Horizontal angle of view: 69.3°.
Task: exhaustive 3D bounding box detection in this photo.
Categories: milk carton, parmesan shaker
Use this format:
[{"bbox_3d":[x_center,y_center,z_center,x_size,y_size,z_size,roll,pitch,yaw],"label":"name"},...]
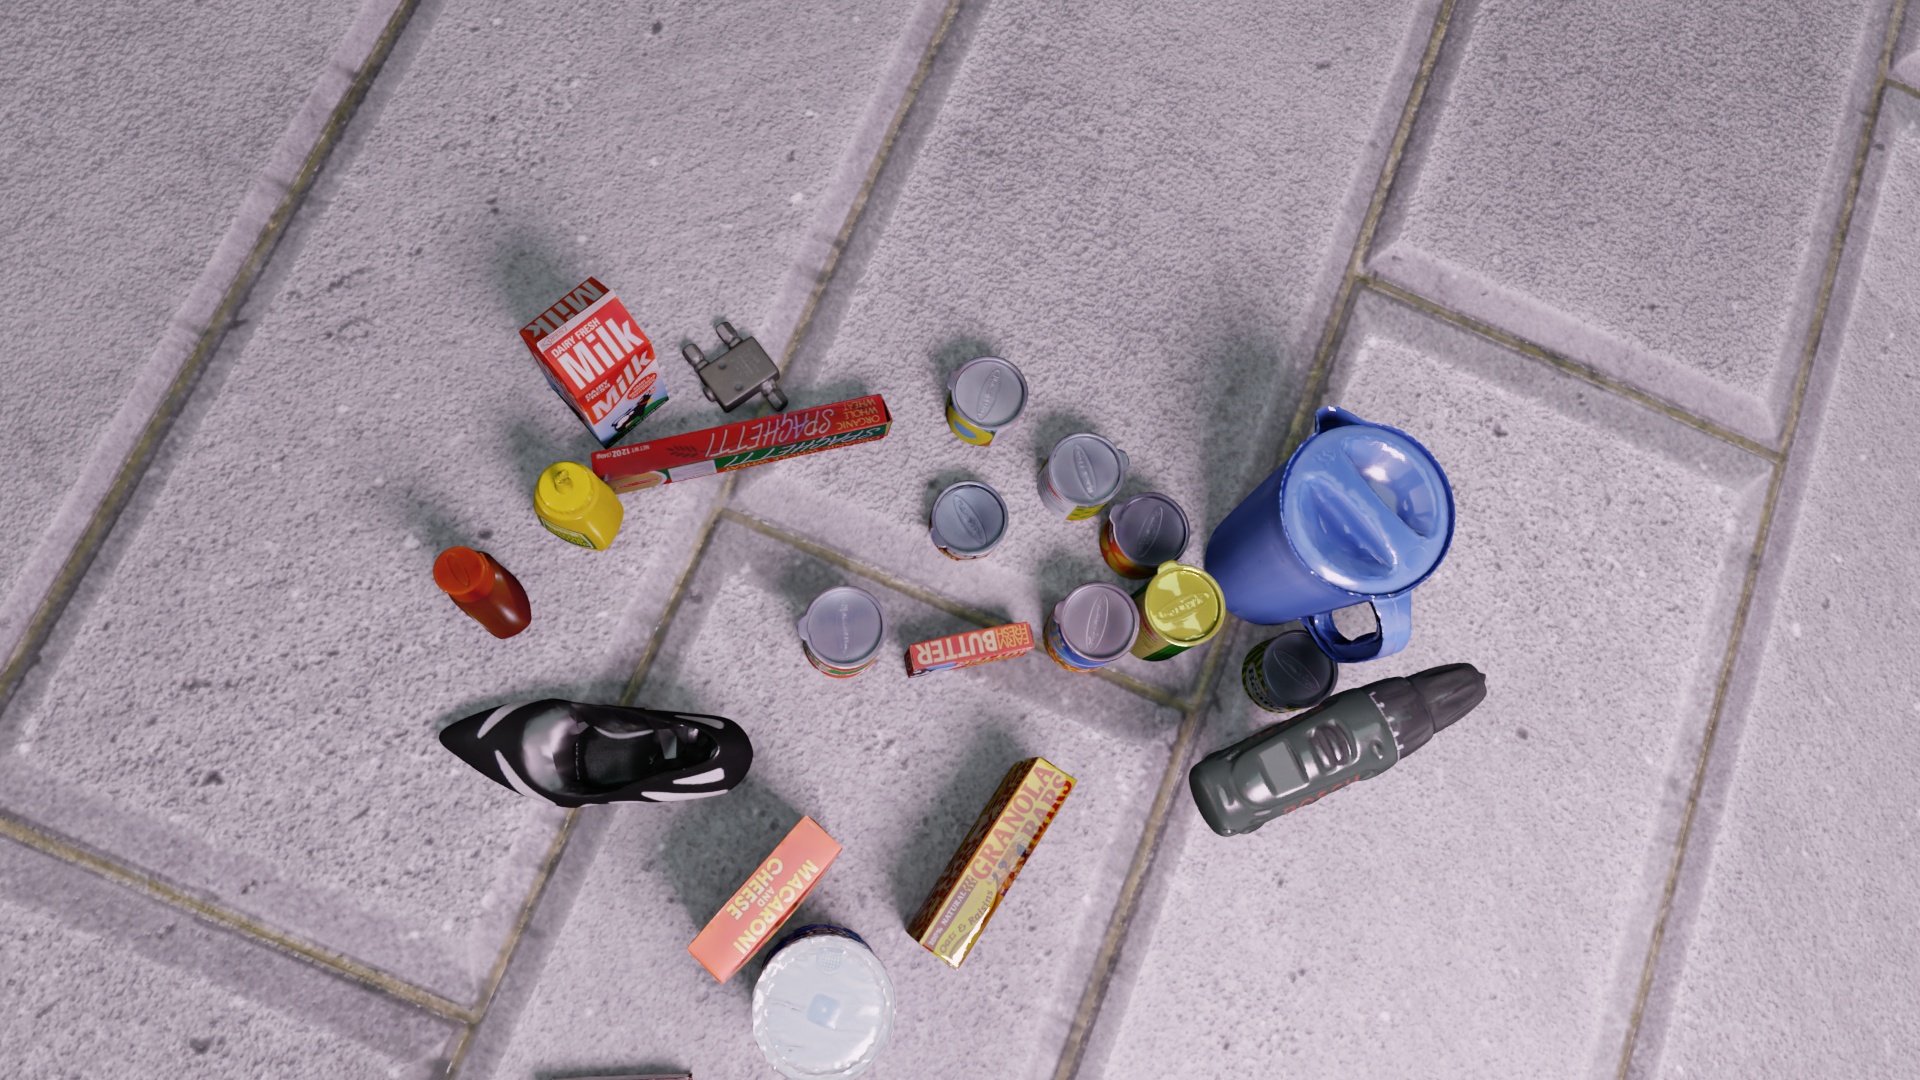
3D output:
[{"bbox_3d":[-0.290,-0.144,1.101,0.072,0.190,0.073,-41,85,-13],"label":"milk carton"},{"bbox_3d":[0.172,0.060,1.157,0.071,0.103,0.071,1,78,-7],"label":"parmesan shaker"}]

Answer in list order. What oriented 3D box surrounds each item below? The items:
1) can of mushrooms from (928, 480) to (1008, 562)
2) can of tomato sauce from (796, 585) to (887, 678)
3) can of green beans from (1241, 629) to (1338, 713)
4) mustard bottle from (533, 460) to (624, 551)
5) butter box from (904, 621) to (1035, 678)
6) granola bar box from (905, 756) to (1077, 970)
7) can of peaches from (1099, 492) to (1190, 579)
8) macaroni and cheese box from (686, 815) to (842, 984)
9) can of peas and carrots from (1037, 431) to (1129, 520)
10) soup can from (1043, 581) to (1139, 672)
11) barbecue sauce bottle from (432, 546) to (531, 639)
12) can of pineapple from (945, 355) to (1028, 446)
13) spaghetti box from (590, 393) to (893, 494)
[{"bbox_3d":[0.004,-0.015,1.189,0.071,0.033,0.071,1,77,-7],"label":"can of mushrooms"},{"bbox_3d":[-0.097,0.077,1.130,0.071,0.083,0.071,1,78,-7],"label":"can of tomato sauce"},{"bbox_3d":[0.279,0.112,1.181,0.071,0.057,0.071,1,77,-7],"label":"can of green beans"},{"bbox_3d":[-0.305,-0.031,1.090,0.065,0.160,0.049,22,76,-2],"label":"mustard bottle"},{"bbox_3d":[0.007,0.091,1.155,0.104,0.053,0.024,-11,79,-9],"label":"butter box"},{"bbox_3d":[0.021,0.249,1.085,0.039,0.124,0.166,34,76,1],"label":"granola bar box"},{"bbox_3d":[0.155,-0.004,1.192,0.071,0.058,0.071,1,77,-7],"label":"can of peaches"},{"bbox_3d":[-0.143,0.265,1.039,0.040,0.166,0.124,42,76,3],"label":"macaroni and cheese box"},{"bbox_3d":[0.105,-0.055,1.197,0.071,0.058,0.071,1,77,-7],"label":"can of peas and carrots"},{"bbox_3d":[0.105,0.073,1.156,0.071,0.083,0.071,1,78,-7],"label":"soup can"},{"bbox_3d":[-0.370,0.036,1.072,0.044,0.148,0.065,-30,83,-12],"label":"barbecue sauce bottle"},{"bbox_3d":[0.020,-0.121,1.202,0.071,0.057,0.071,1,77,-7],"label":"can of pineapple"},{"bbox_3d":[-0.182,-0.080,1.172,0.250,0.050,0.029,-13,80,-10],"label":"spaghetti box"}]
